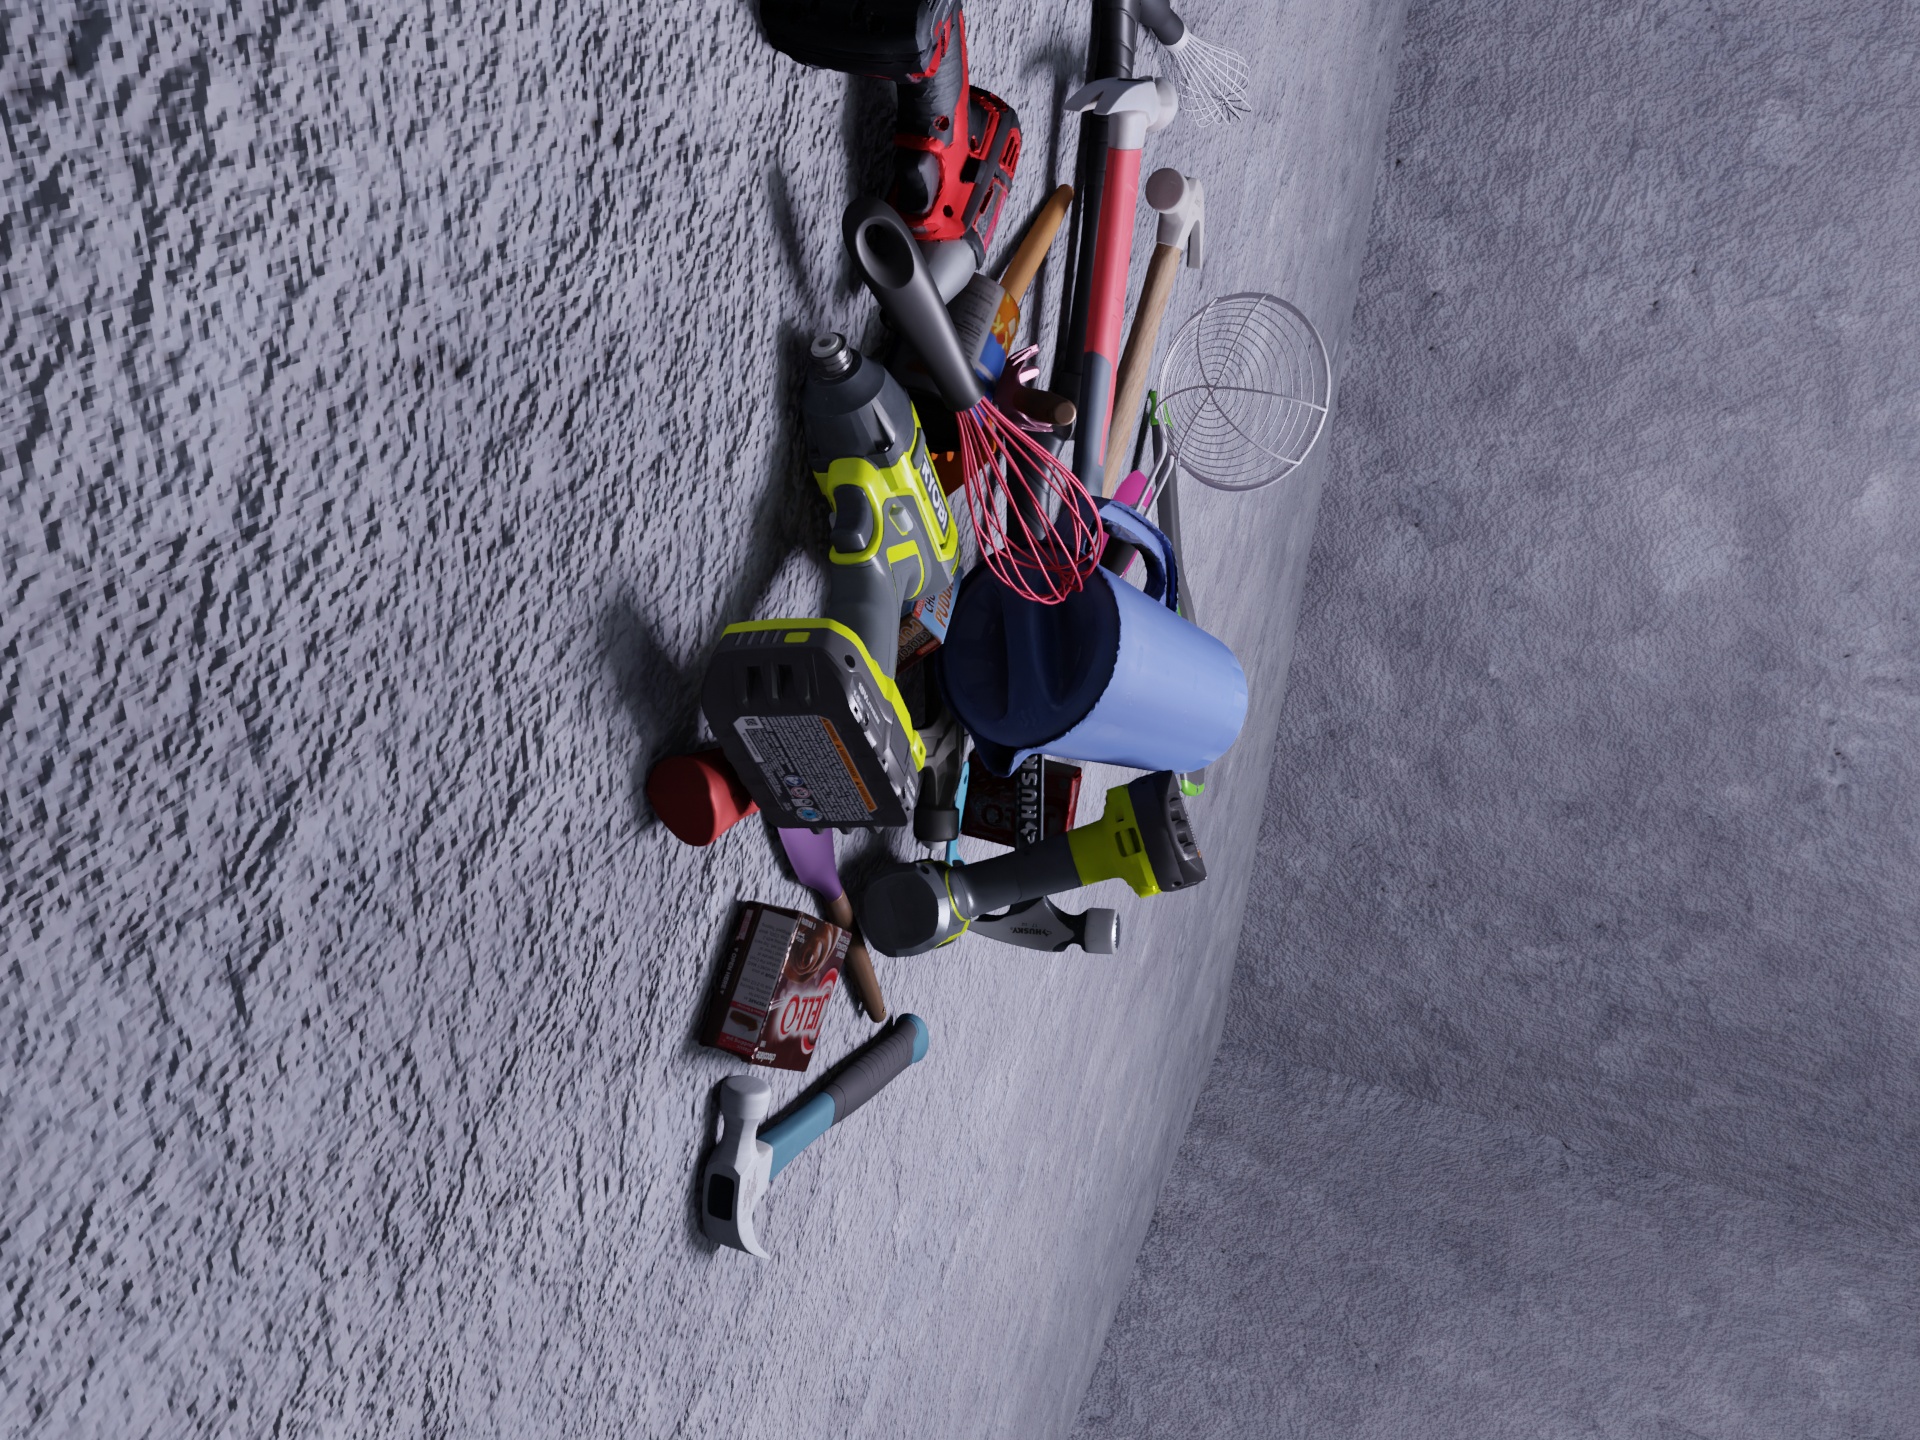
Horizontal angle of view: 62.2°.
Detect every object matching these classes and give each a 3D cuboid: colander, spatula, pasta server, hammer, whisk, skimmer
[{"bbox_3d":[0.173,-0.121,1.558,0.204,0.094,0.397,10,76,-73],"label":"colander"},{"bbox_3d":[-0.079,0.122,1.037,0.315,0.018,0.060,78,27,-53],"label":"spatula"},{"bbox_3d":[0.050,-0.198,0.981,0.316,0.040,0.060,-107,-175,-76],"label":"pasta server"},{"bbox_3d":[0.096,-0.256,1.149,0.143,0.038,0.386,-42,142,-56],"label":"hammer"},{"bbox_3d":[0.031,-0.260,1.038,0.081,0.041,0.323,-30,-153,44],"label":"spatula"},{"bbox_3d":[0.010,-0.160,0.852,0.295,0.073,0.073,55,49,-47],"label":"whisk"},{"bbox_3d":[0.179,-0.542,1.283,0.284,0.070,0.070,-6,109,-66],"label":"whisk"},{"bbox_3d":[0.047,-0.021,1.192,0.036,0.149,0.408,-50,141,-71],"label":"hammer"},{"bbox_3d":[0.105,-0.381,1.195,0.146,0.035,0.334,-44,144,-59],"label":"hammer"},{"bbox_3d":[0.168,-0.180,1.162,0.363,0.090,0.127,109,-42,-75],"label":"skimmer"},{"bbox_3d":[0.131,-0.259,1.255,0.130,0.031,0.331,-28,136,-68],"label":"hammer"},{"bbox_3d":[-0.072,0.014,0.923,0.359,0.037,0.149,-7,98,-69],"label":"hammer"},{"bbox_3d":[-0.089,0.262,1.088,0.331,0.033,0.128,-16,118,-71],"label":"hammer"}]

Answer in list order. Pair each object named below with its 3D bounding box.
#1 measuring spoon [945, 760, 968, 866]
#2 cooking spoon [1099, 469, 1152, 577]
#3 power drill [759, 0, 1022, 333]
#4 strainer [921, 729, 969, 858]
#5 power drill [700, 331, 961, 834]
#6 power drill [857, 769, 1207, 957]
[{"bbox_3d":[0.003,0.092,1.263,0.042,0.021,0.128,-44,145,-61],"label":"measuring spoon"},{"bbox_3d":[0.088,-0.069,1.338,0.068,0.017,0.319,40,73,-52],"label":"cooking spoon"},{"bbox_3d":[-0.023,-0.302,0.790,0.219,0.078,0.143,68,40,-67],"label":"power drill"},{"bbox_3d":[-0.002,-0.004,1.145,0.087,0.050,0.258,-100,-160,-63],"label":"strainer"},{"bbox_3d":[-0.058,-0.071,0.806,0.171,0.080,0.223,67,26,-50],"label":"power drill"},{"bbox_3d":[0.052,0.106,1.116,0.190,0.228,0.080,23,49,-80],"label":"power drill"}]
